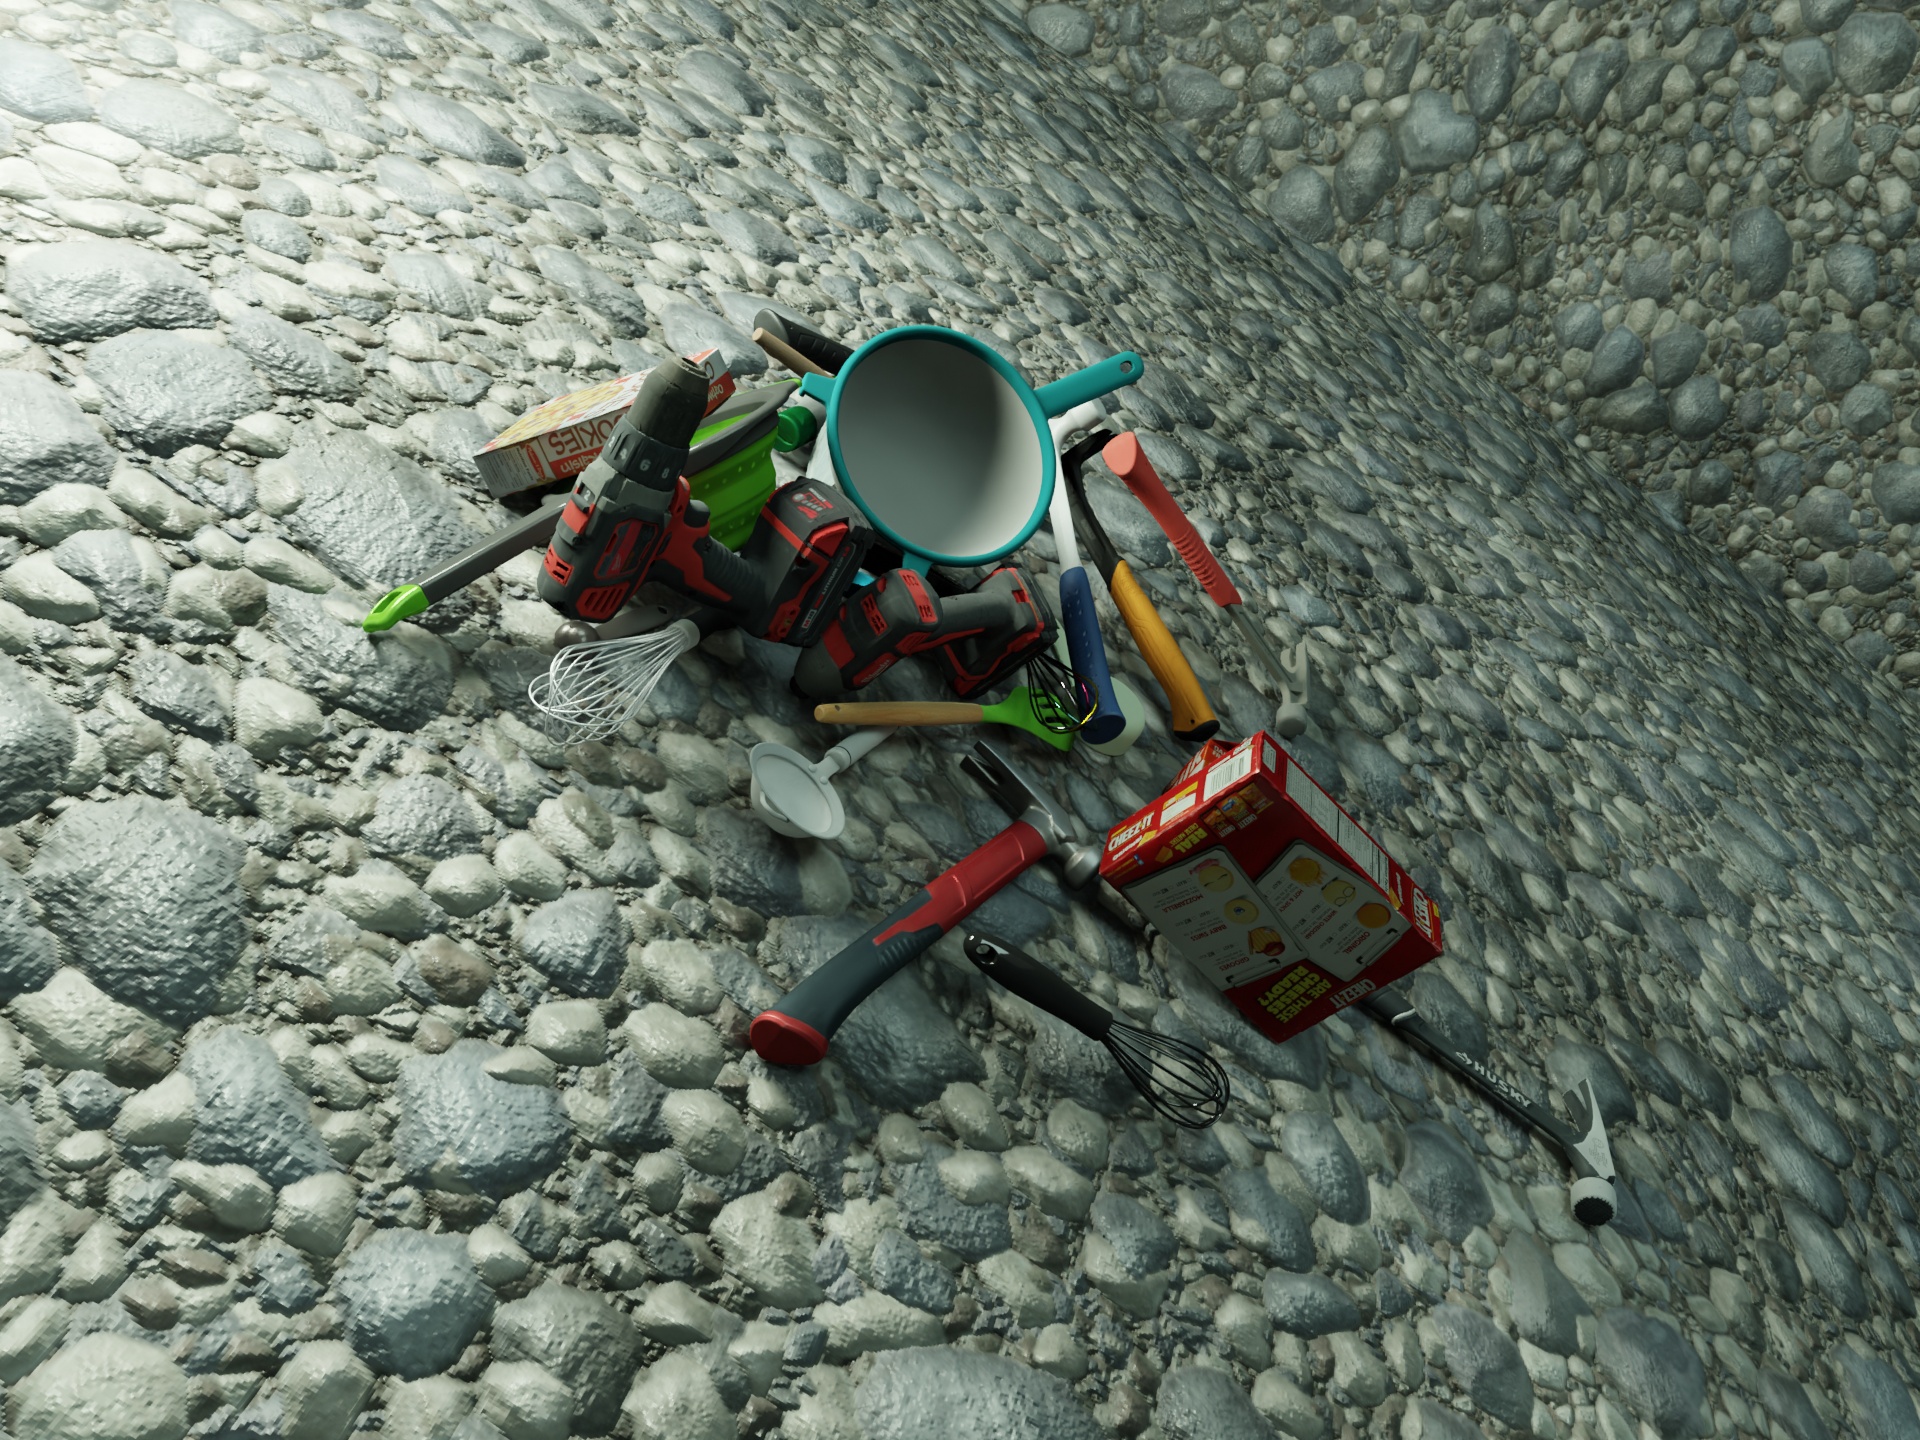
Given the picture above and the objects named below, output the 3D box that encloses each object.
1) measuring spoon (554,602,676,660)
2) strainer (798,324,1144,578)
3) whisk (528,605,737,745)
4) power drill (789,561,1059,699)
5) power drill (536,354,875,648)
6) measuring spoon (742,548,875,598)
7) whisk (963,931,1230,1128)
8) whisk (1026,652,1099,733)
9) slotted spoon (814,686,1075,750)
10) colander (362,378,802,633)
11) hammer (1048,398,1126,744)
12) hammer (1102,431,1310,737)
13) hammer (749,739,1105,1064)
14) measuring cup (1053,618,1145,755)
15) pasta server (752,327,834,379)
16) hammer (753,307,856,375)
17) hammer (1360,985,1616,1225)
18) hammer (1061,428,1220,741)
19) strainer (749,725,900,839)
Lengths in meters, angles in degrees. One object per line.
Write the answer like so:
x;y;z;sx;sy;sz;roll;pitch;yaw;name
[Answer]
-0.250;-0.073;1.176;0.034;0.018;0.124;45;34;10;measuring spoon
0.017;-0.246;1.383;0.340;0.095;0.211;-29;92;-31;strainer
-0.219;-0.050;1.153;0.070;0.070;0.285;41;29;3;whisk
-0.032;-0.065;1.273;0.219;0.143;0.079;-8;67;-54;power drill
-0.167;-0.145;1.105;0.226;0.188;0.080;8;29;-50;power drill
-0.133;-0.125;1.353;0.128;0.021;0.042;15;20;-18;measuring spoon
0.097;0.217;1.119;0.238;0.055;0.055;35;34;-15;whisk
0.070;-0.053;1.381;0.051;0.047;0.245;15;23;-23;whisk
-0.002;-0.004;1.290;0.313;0.031;0.070;0;50;-49;slotted spoon
-0.256;-0.131;1.171;0.397;0.204;0.094;-41;117;-40;colander
0.099;-0.140;1.487;0.035;0.144;0.406;35;34;-37;hammer
0.255;-0.149;1.605;0.358;0.036;0.149;50;31;-26;hammer
-0.032;0.127;1.130;0.143;0.038;0.386;44;34;11;hammer
0.119;-0.043;1.466;0.083;0.038;0.168;9;46;-36;measuring cup
-0.073;-0.285;1.492;0.316;0.040;0.060;30;-8;-42;pasta server
-0.074;-0.337;1.554;0.334;0.035;0.146;11;55;-51;hammer
0.400;0.264;1.378;0.409;0.036;0.149;37;33;-2;hammer
0.171;-0.128;1.561;0.034;0.127;0.337;13;46;-54;hammer
-0.095;0.034;1.178;0.087;0.050;0.258;48;29;2;strainer
